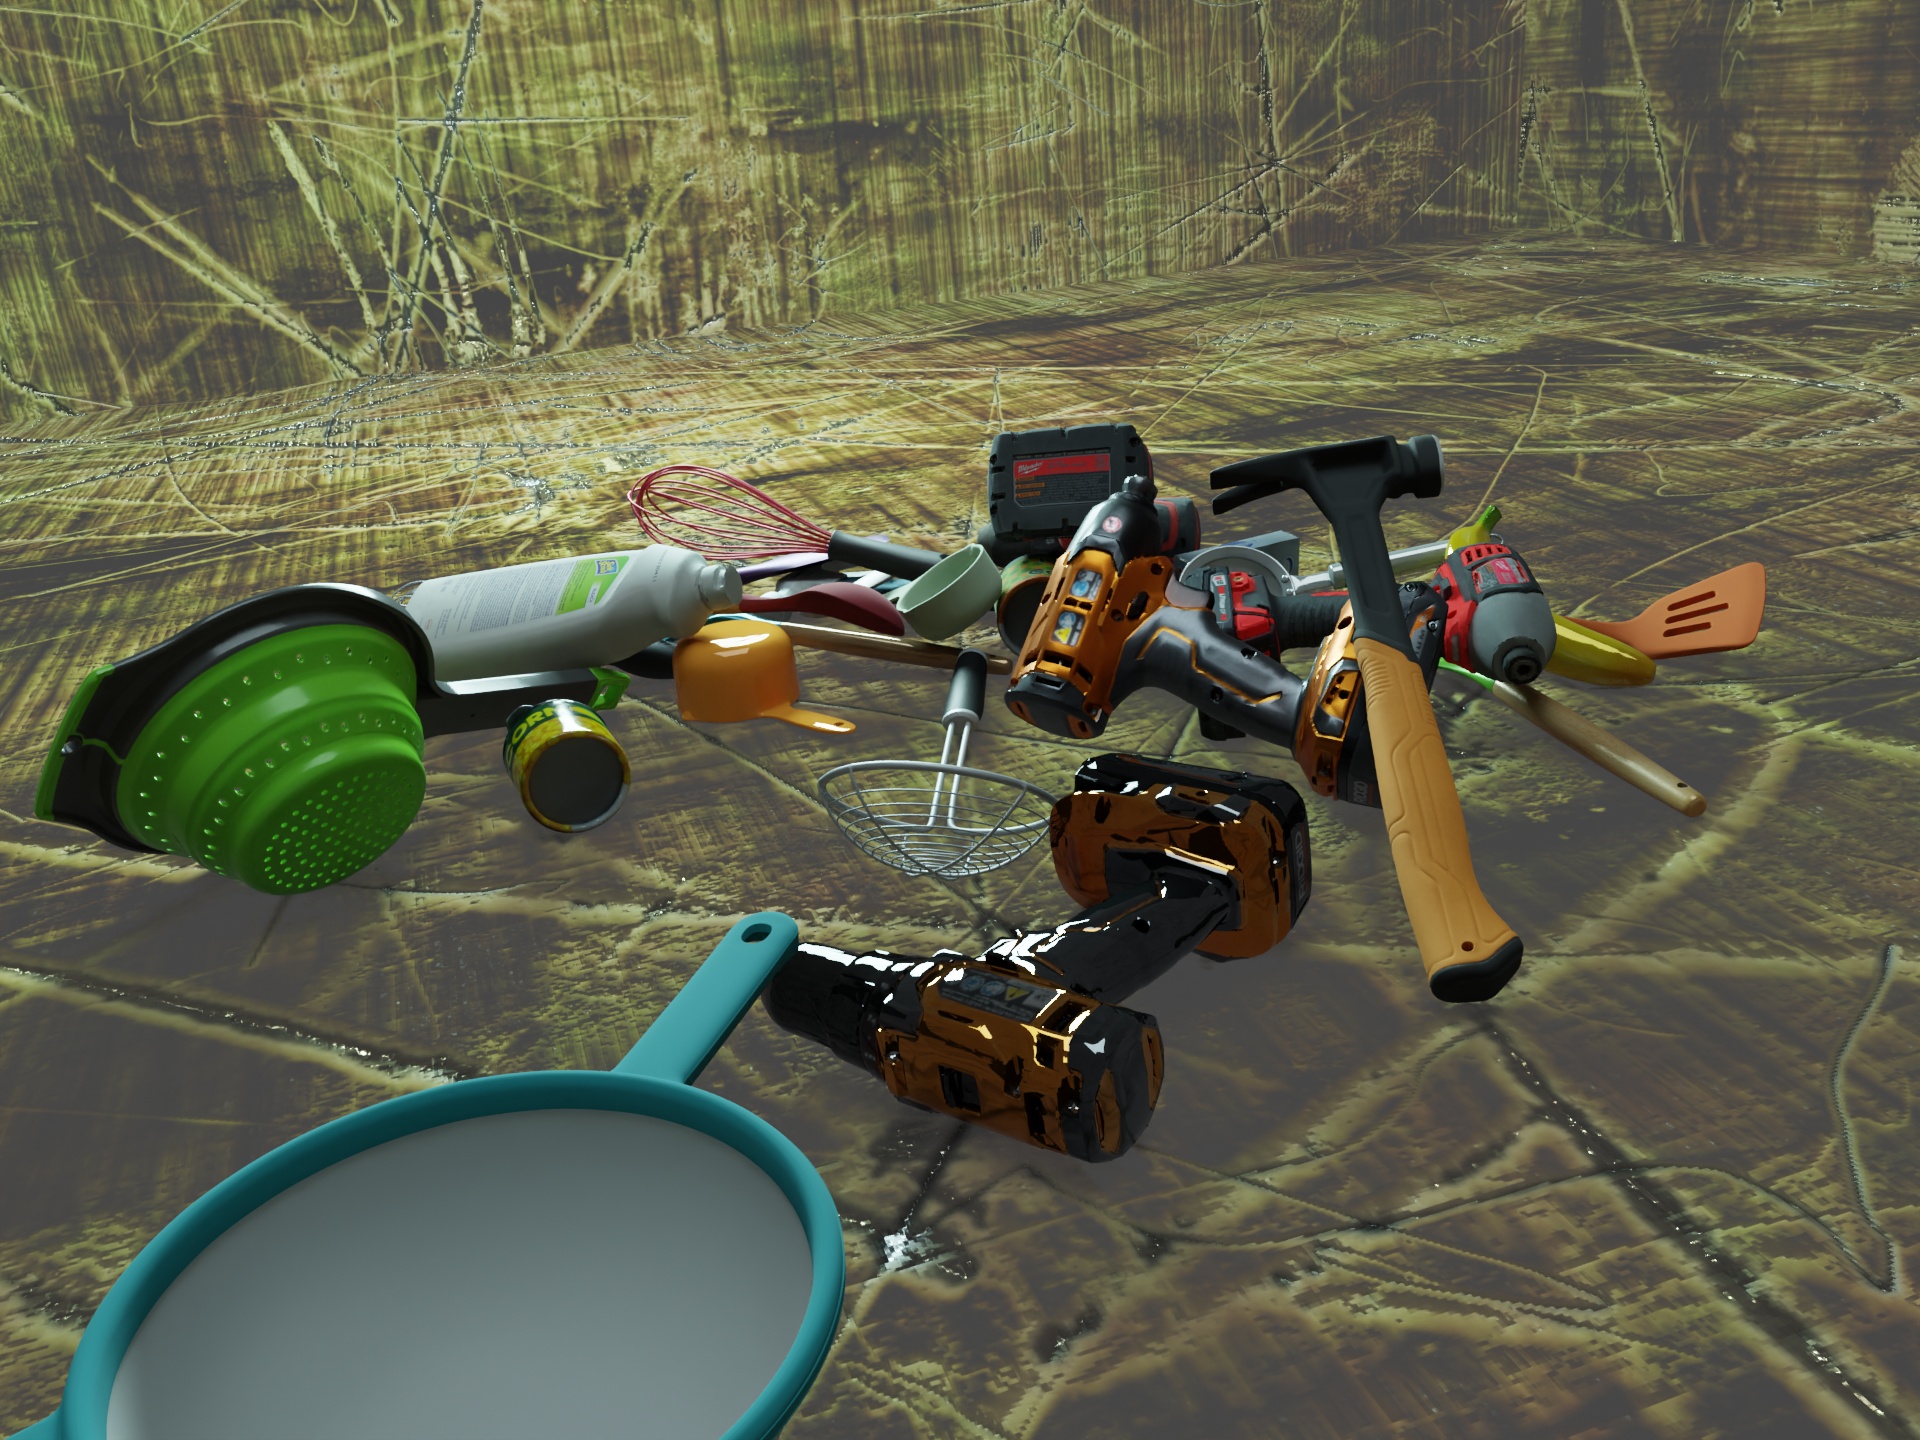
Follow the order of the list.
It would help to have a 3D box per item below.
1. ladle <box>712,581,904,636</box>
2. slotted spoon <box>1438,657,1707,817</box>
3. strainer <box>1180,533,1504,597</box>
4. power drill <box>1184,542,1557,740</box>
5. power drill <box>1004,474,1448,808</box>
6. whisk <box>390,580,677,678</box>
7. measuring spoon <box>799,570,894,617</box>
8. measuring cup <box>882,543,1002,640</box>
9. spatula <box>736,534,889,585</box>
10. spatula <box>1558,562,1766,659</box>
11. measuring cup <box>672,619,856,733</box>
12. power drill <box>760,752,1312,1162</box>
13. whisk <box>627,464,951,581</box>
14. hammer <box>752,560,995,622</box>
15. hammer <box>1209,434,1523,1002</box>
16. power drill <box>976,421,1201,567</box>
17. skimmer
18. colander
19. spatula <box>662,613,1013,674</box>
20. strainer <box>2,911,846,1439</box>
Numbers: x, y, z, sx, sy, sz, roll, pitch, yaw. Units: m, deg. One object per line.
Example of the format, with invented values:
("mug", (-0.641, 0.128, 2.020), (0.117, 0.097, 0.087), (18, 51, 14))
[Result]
("ladle", (-0.181, -0.085, 1.172), (0.315, 0.031, 0.069), (3, -18, 26))
("slotted spoon", (0.346, -0.011, 0.978), (0.070, 0.031, 0.314), (-10, 24, -13))
("strainer", (0.266, -0.101, 1.154), (0.258, 0.050, 0.087), (-12, 62, 4))
("power drill", (0.255, -0.052, 0.995), (0.219, 0.078, 0.143), (-7, 27, 10))
("power drill", (0.155, -0.051, 0.910), (0.226, 0.164, 0.084), (16, -16, 19))
("whisk", (-0.329, -0.062, 1.220), (0.285, 0.070, 0.070), (8, 25, 19))
("measuring spoon", (-0.080, -0.110, 1.241), (0.034, 0.018, 0.124), (14, 33, 35))
("measuring cup", (-0.031, -0.082, 1.177), (0.167, 0.038, 0.083), (-15, 28, 54))
("spatula", (-0.211, -0.110, 1.307), (0.316, 0.018, 0.060), (-16, 16, -5))
("spatula", (0.381, -0.076, 1.109), (0.323, 0.041, 0.081), (5, 49, 28))
("measuring cup", (-0.131, -0.030, 1.091), (0.095, 0.052, 0.174), (-23, 26, -37))
("power drill", (0.037, 0.096, 0.716), (0.185, 0.084, 0.226), (9, 30, 35))
("whisk", (-0.118, -0.140, 1.228), (0.296, 0.073, 0.073), (15, 25, 7))
("hammer", (0.009, -0.100, 1.263), (0.331, 0.033, 0.128), (4, 25, 20))
("hammer", (0.208, -0.014, 0.792), (0.127, 0.034, 0.337), (-7, 52, 6))
("power drill", (0.083, -0.162, 1.258), (0.188, 0.080, 0.226), (-2, -6, 17))
("skimmer", (-0.002, -0.003, 0.945), (0.127, 0.090, 0.363), (5, 22, 3))
("colander", (-0.325, 0.021, 0.954), (0.095, 0.204, 0.397), (46, 27, 20))
("spatula", (-0.109, -0.053, 1.191), (0.317, 0.044, 0.082), (10, 26, 22))
("strainer", (-0.120, 0.178, 0.525), (0.211, 0.095, 0.340), (4, 21, 15))
